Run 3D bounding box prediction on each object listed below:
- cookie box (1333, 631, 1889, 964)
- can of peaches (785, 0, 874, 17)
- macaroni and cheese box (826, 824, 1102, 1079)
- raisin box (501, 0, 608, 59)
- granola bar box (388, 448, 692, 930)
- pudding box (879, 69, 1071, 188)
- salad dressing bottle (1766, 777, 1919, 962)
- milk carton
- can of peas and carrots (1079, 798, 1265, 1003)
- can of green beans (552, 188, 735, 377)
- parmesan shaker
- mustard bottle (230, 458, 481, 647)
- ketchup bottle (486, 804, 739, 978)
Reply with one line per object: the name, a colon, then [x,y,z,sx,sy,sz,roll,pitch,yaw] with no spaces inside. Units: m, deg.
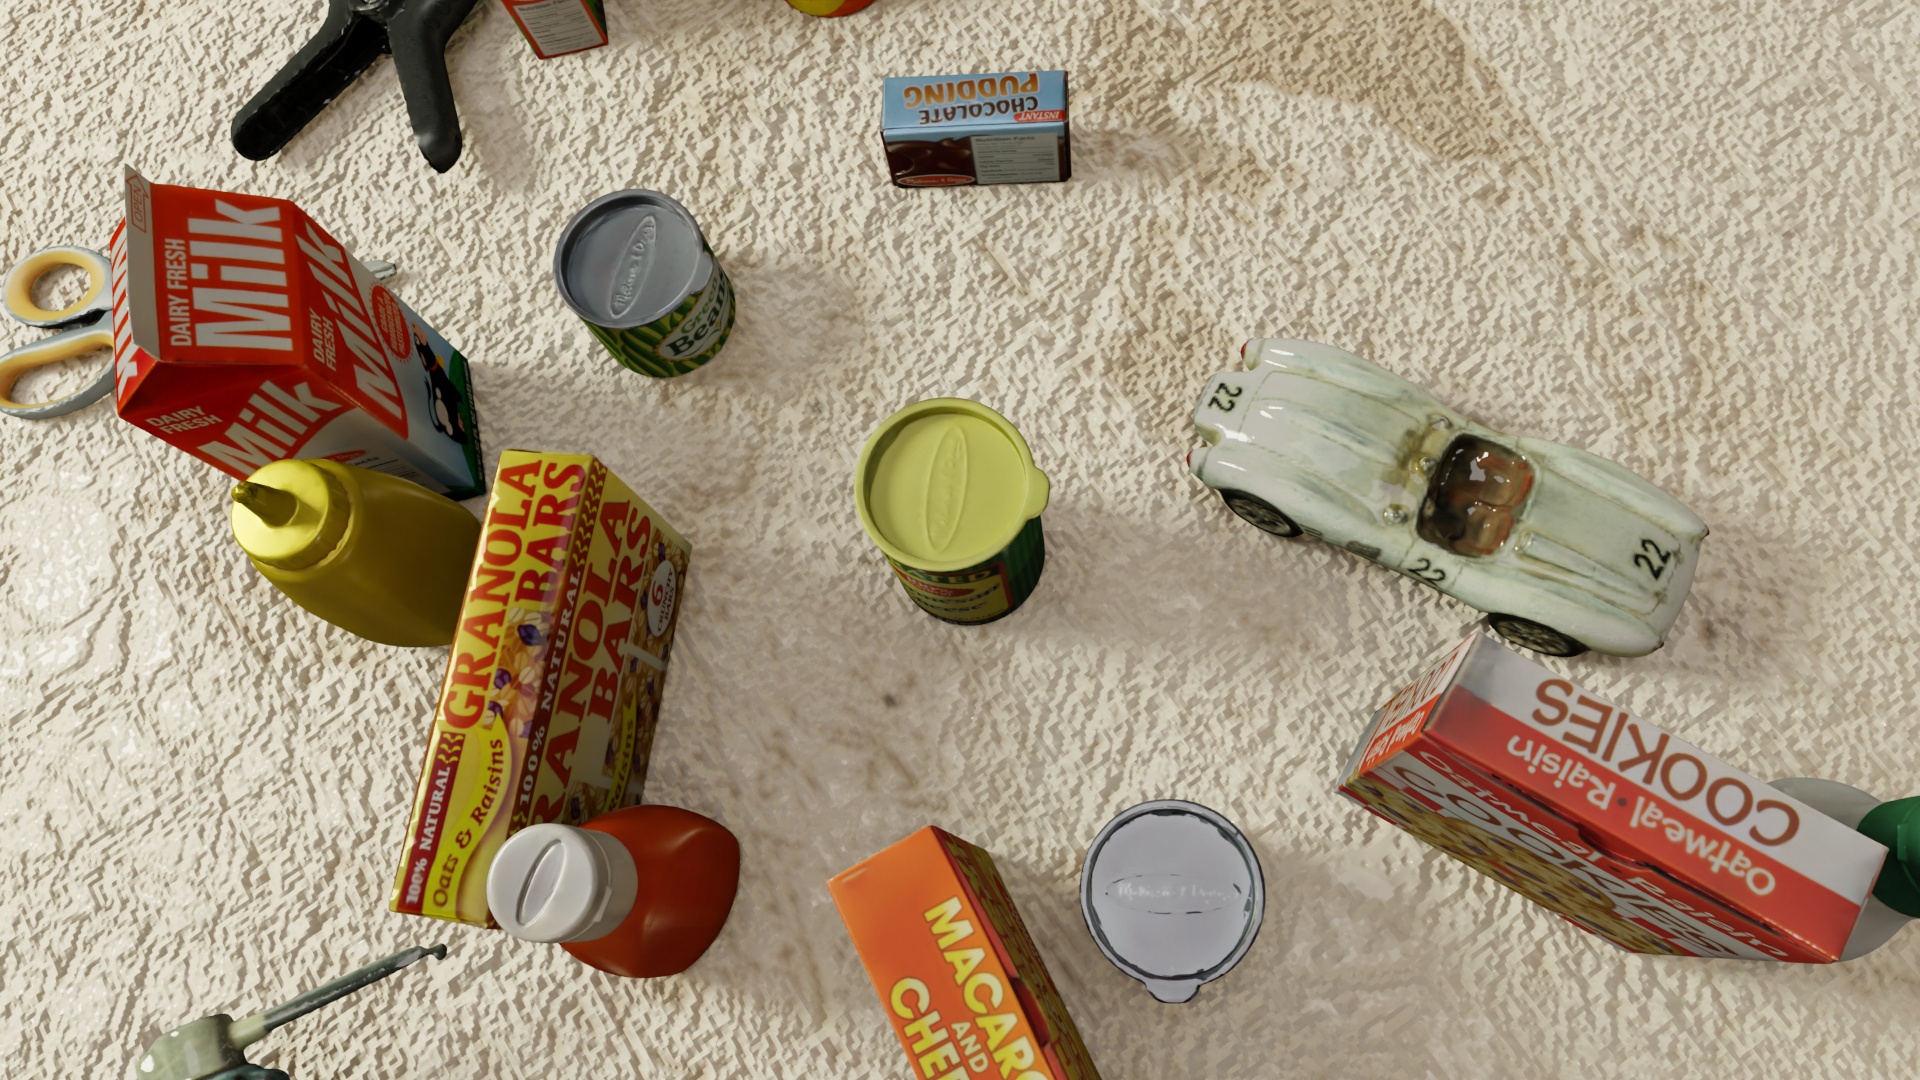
cookie box: [0.200,0.092,0.466,0.123,0.167,0.040,29,79,13]
can of peaches: [-0.063,-0.294,0.662,0.071,0.058,0.071,-2,74,6]
macaroni and cheese box: [0.013,0.162,0.465,0.040,0.166,0.124,-28,73,-2]
raisin box: [-0.206,-0.297,0.644,0.040,0.123,0.086,-12,73,3]
granola bar box: [-0.154,0.062,0.534,0.039,0.124,0.166,7,75,8]
pudding box: [0.008,-0.185,0.628,0.084,0.049,0.030,-1,74,6]
salad dressing bottle: [0.297,0.108,0.461,0.044,0.147,0.064,9,76,9]
milk carton: [-0.266,-0.070,0.549,0.073,0.190,0.072,-15,73,2]
can of peas and carrots: [0.079,0.135,0.522,0.071,0.058,0.071,-2,74,6]
can of green beans: [-0.139,-0.113,0.618,0.071,0.057,0.071,-2,74,6]
parmesan shaker: [0.002,-0.007,0.549,0.071,0.103,0.071,-2,74,6]
mustard bottle: [-0.237,0.000,0.542,0.049,0.160,0.065,2,75,7]
ketchup bottle: [-0.121,0.125,0.499,0.043,0.148,0.065,19,77,11]
